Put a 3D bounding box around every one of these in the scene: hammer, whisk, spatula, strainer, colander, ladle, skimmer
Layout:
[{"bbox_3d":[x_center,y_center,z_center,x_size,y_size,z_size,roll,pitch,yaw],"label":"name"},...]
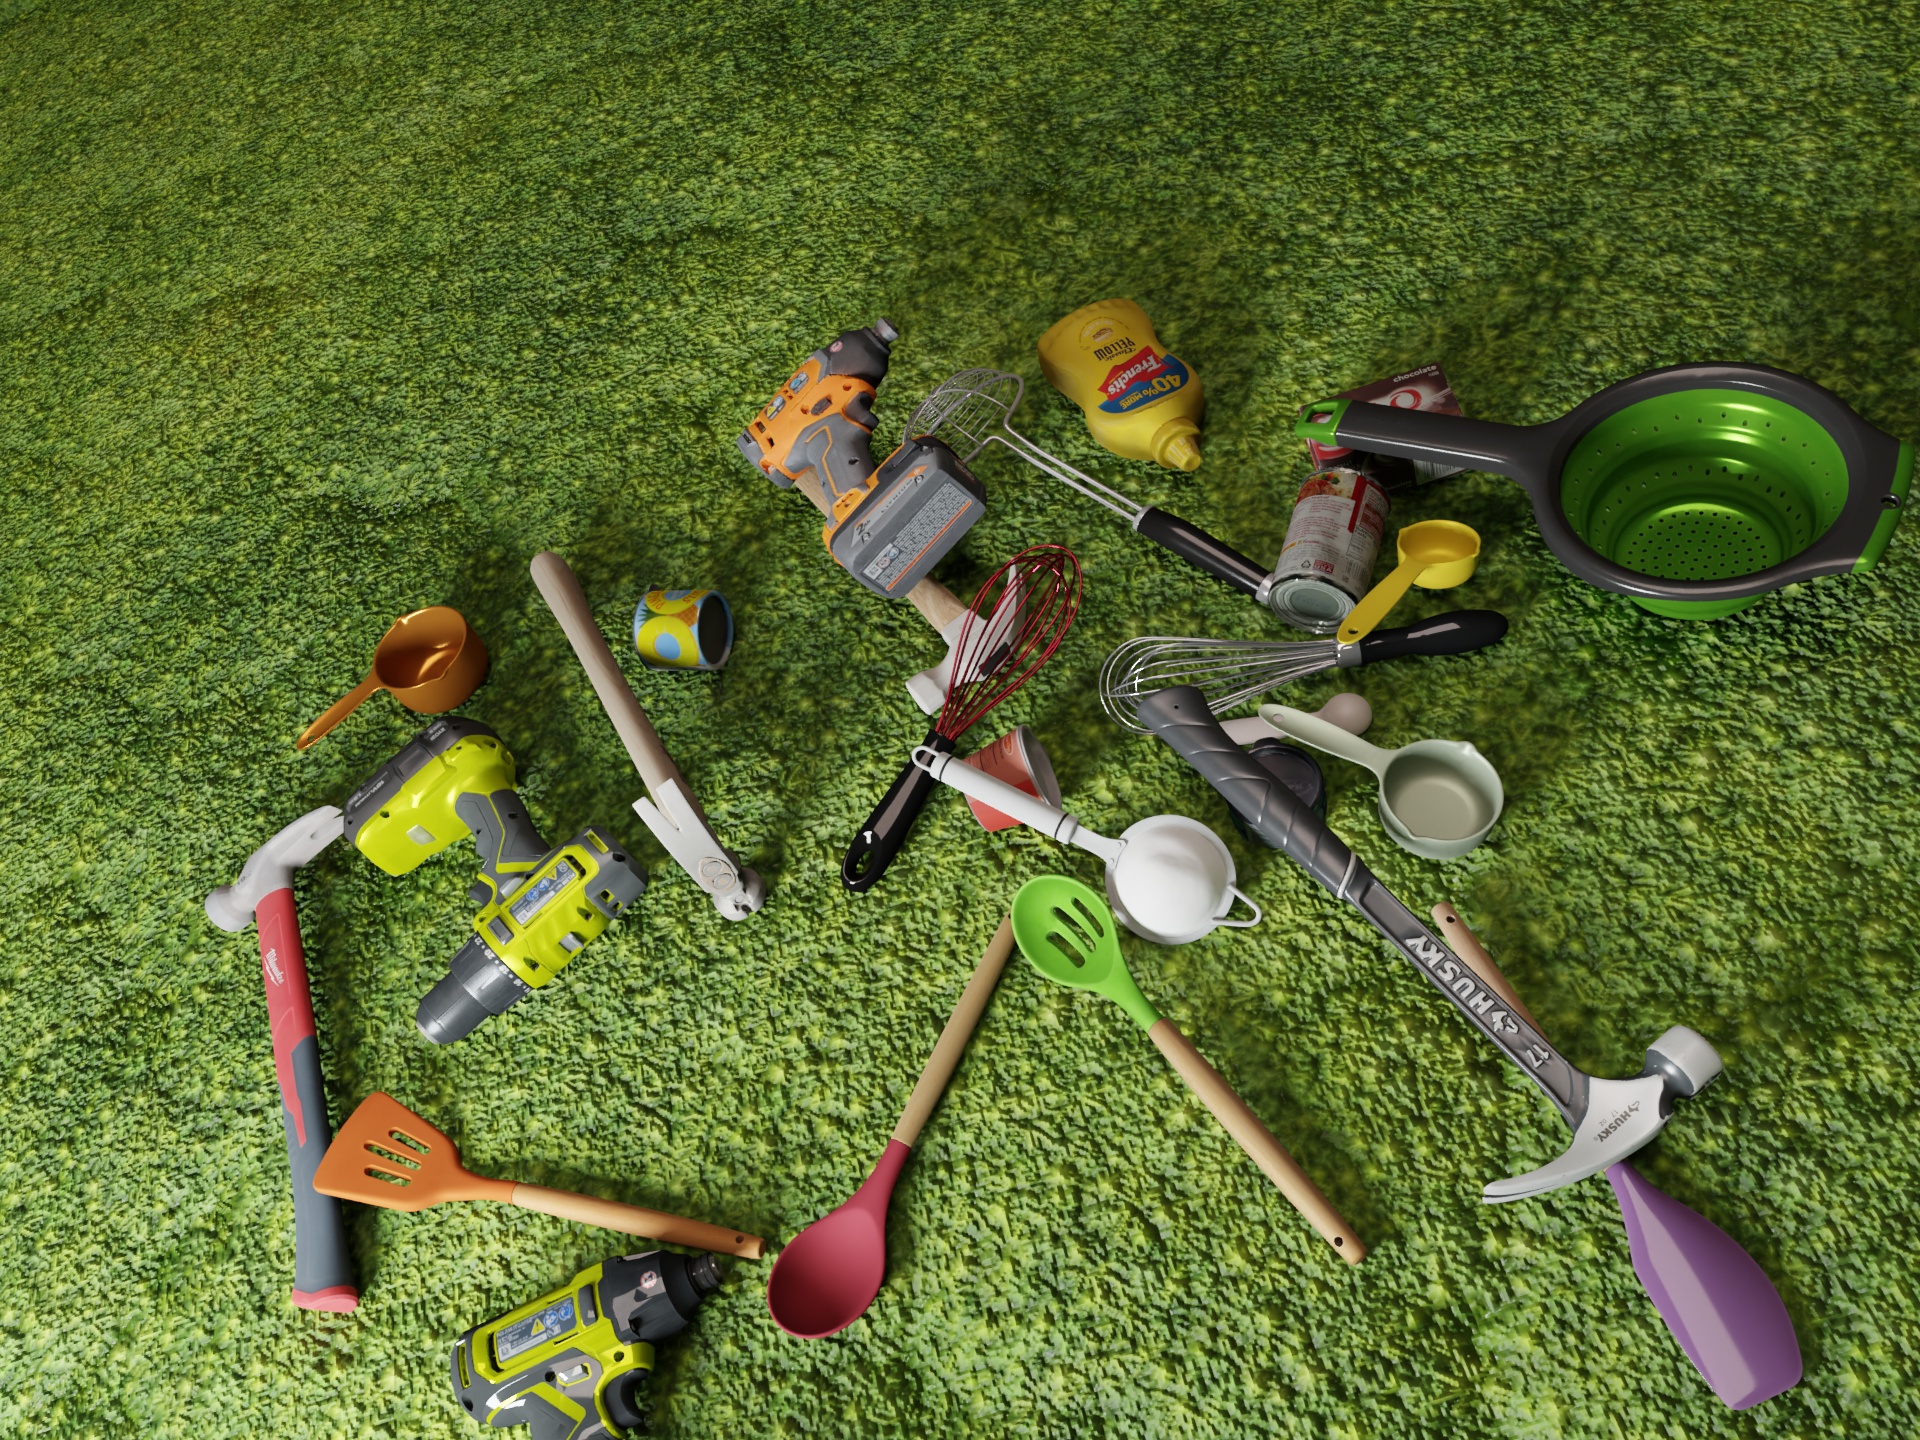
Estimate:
[{"bbox_3d":[-0.473,0.241,1.162,0.143,0.038,0.387,-37,53,12],"label":"hammer"},{"bbox_3d":[0.238,-0.044,1.114,0.284,0.070,0.070,-10,54,7],"label":"whisk"},{"bbox_3d":[0.359,0.229,0.903,0.060,0.018,0.316,-26,53,-2],"label":"spatula"},{"bbox_3d":[-0.002,-0.004,1.152,0.073,0.073,0.296,28,82,32],"label":"whisk"},{"bbox_3d":[0.077,0.077,1.055,0.258,0.050,0.087,26,102,18],"label":"strainer"},{"bbox_3d":[0.424,-0.156,1.101,0.397,0.094,0.204,17,64,32],"label":"colander"},{"bbox_3d":[-0.028,0.248,1.022,0.069,0.031,0.315,17,62,25],"label":"ladle"},{"bbox_3d":[0.248,0.112,0.977,0.149,0.036,0.409,-37,56,-9],"label":"hammer"},{"bbox_3d":[-0.268,-0.020,1.234,0.038,0.146,0.411,-34,48,-5],"label":"hammer"},{"bbox_3d":[0.101,-0.176,1.269,0.363,0.090,0.127,34,79,24],"label":"skimmer"},{"bbox_3d":[-0.277,0.314,1.055,0.323,0.041,0.081,5,44,21],"label":"spatula"},{"bbox_3d":[-0.061,-0.143,1.301,0.130,0.031,0.332,-37,53,-7],"label":"hammer"}]

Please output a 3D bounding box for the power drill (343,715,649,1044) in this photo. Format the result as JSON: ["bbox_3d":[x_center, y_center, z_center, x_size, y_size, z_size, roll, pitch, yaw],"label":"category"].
[{"bbox_3d":[-0.368,0.117,1.203,0.190,0.080,0.229,-43,56,-11],"label":"power drill"}]

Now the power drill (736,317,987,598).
[{"bbox_3d":[-0.074,-0.219,1.268,0.164,0.084,0.227,-46,50,10],"label":"power drill"}]

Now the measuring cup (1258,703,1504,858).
[{"bbox_3d":[0.270,0.035,1.043,0.168,0.038,0.083,27,63,23],"label":"measuring cup"}]

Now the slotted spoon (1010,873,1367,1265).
[{"bbox_3d":[0.137,0.210,0.987,0.314,0.031,0.070,47,114,34],"label":"slotted spoon"}]

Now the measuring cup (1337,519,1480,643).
[{"bbox_3d":[0.309,-0.089,1.112,0.062,0.029,0.156,24,53,37],"label":"measuring cup"}]

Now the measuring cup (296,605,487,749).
[{"bbox_3d":[-0.481,-0.022,1.354,0.173,0.052,0.095,-41,53,-8],"label":"measuring cup"}]

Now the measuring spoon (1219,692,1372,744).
[{"bbox_3d":[0.223,0.000,1.109,0.124,0.018,0.034,-9,55,15],"label":"measuring spoon"}]

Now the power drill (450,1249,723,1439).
[{"bbox_3d":[-0.200,0.430,0.928,0.171,0.080,0.223,-26,49,1],"label":"power drill"}]
